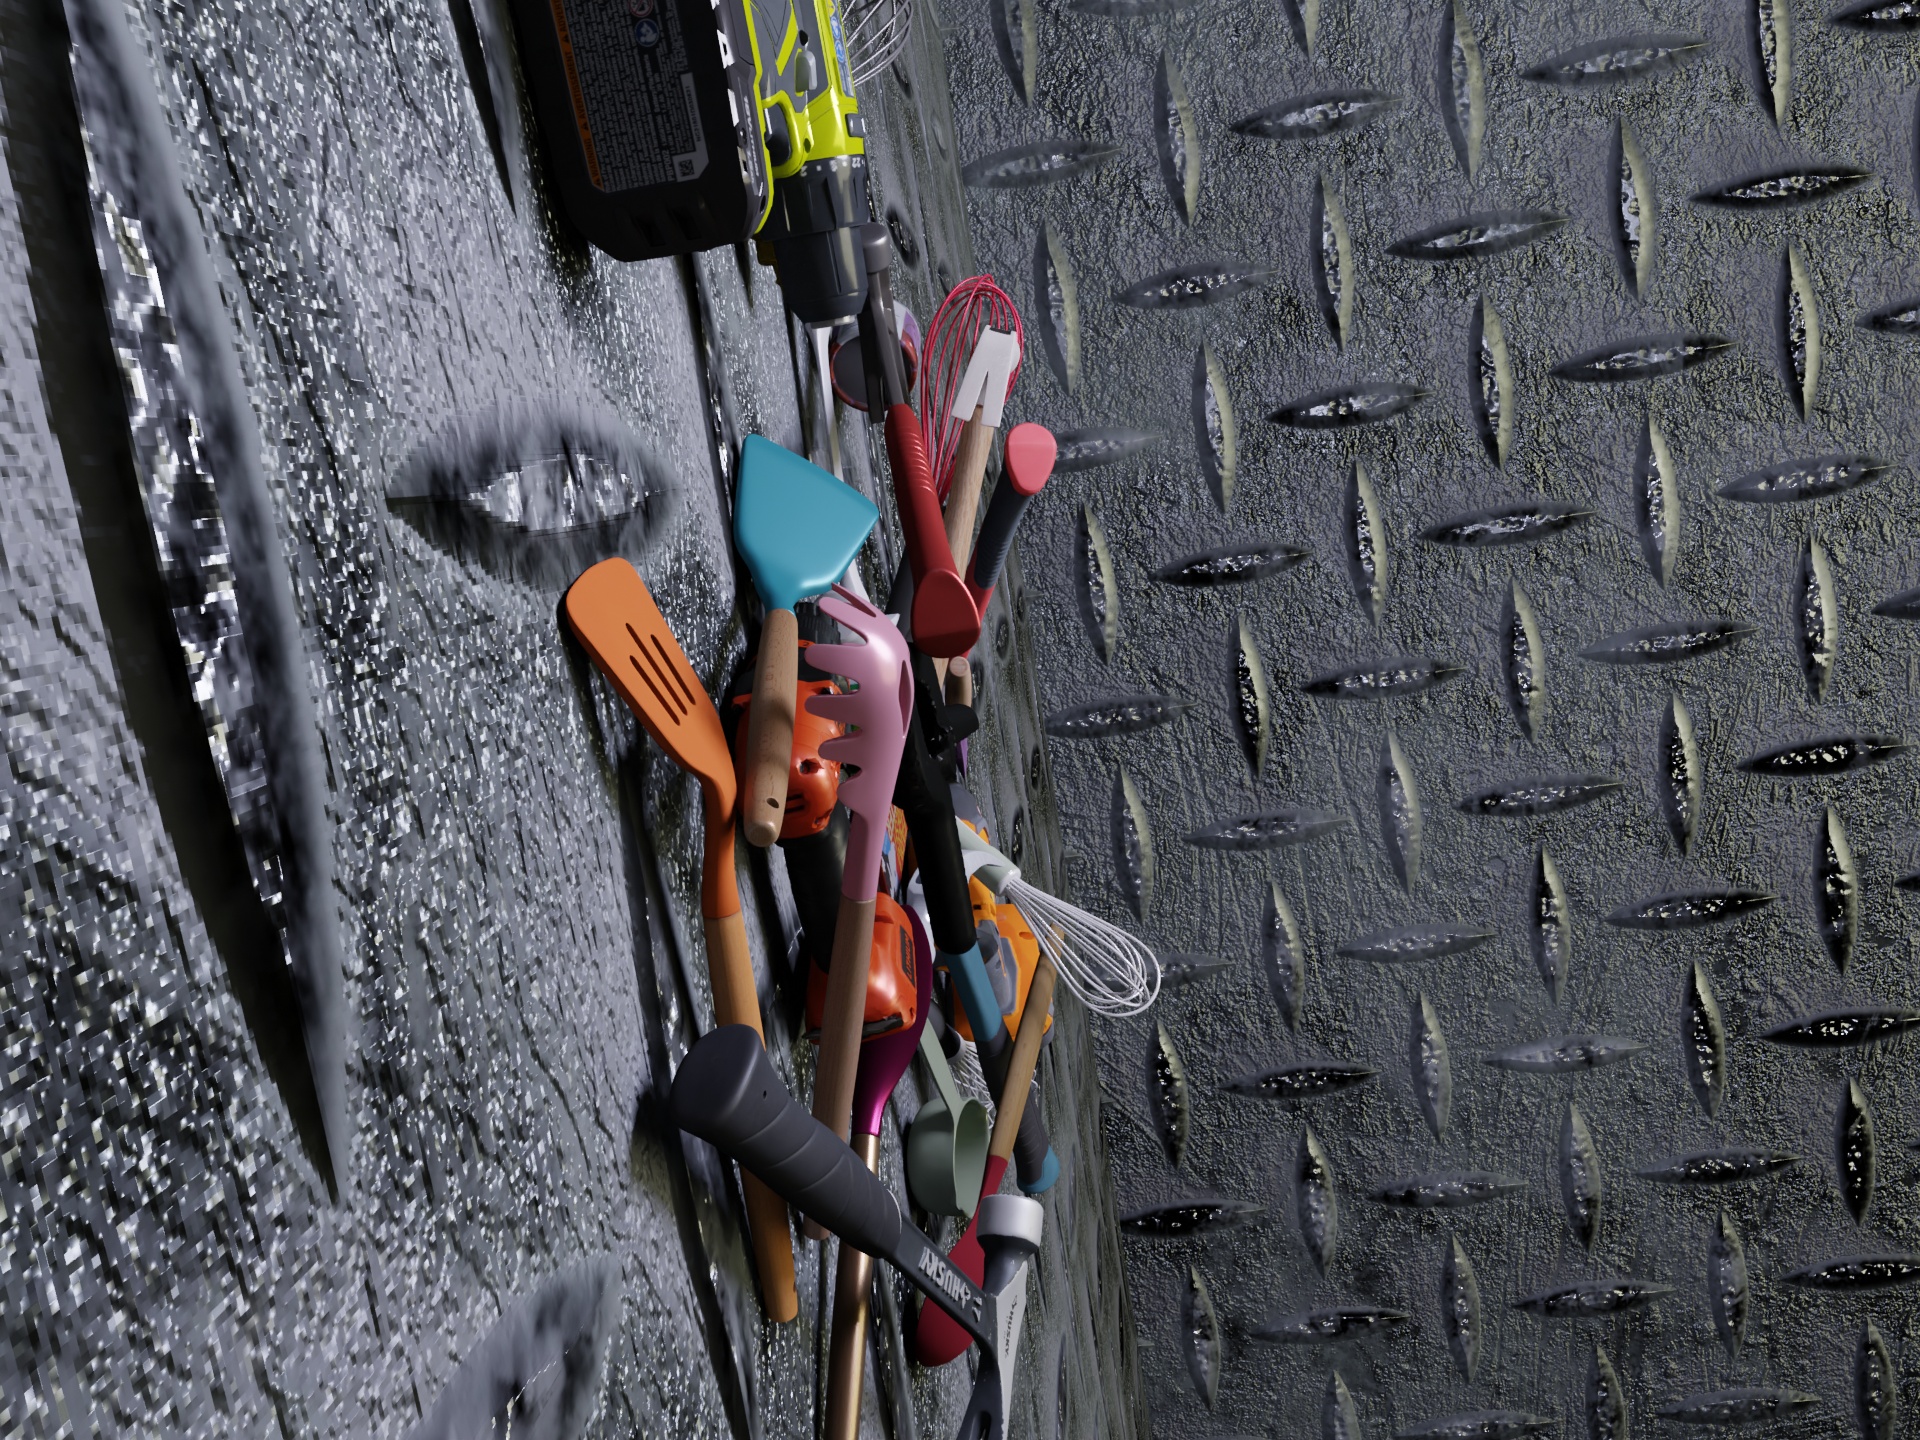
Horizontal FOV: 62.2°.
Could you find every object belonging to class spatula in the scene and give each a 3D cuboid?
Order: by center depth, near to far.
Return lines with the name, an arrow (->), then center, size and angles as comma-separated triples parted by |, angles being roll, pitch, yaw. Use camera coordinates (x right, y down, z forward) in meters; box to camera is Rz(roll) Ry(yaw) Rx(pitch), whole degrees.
spatula -> -0.099, 0.097, 0.620 | 0.081, 0.041, 0.322 | -79, 164, -72
spatula -> -0.078, -0.042, 0.716 | 0.044, 0.082, 0.318 | -53, -160, 22
spatula -> -0.002, -0.004, 1.107 | 0.316, 0.018, 0.060 | 93, -15, -80

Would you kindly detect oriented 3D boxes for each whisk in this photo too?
whisk -> -0.083, -0.324, 0.829 | 0.055, 0.055, 0.239 | 73, 36, -52
whisk -> 0.040, 0.118, 1.108 | 0.246, 0.059, 0.057 | 40, -19, 24
whisk -> -0.001, 0.243, 1.146 | 0.284, 0.070, 0.070 | 59, 24, -60
whisk -> -0.015, -0.177, 1.159 | 0.073, 0.073, 0.296 | -51, 156, -81

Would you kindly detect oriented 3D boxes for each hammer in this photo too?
hammer -> -0.032, 0.233, 0.704 | 0.408, 0.036, 0.149 | 62, 31, -53
hammer -> -0.032, -0.156, 0.963 | 0.359, 0.036, 0.149 | -102, -176, -47
hammer -> -0.090, -0.242, 1.025 | 0.144, 0.035, 0.405 | 19, 63, -82
hammer -> -0.008, -0.100, 1.079 | 0.130, 0.031, 0.331 | -72, 174, -78
hammer -> 0.021, 0.217, 1.084 | 0.128, 0.033, 0.330 | -66, 149, -44
hammer -> 0.016, -0.131, 1.281 | 0.386, 0.038, 0.143 | 112, -25, -64

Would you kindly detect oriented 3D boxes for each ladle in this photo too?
ladle -> 0.029, 0.263, 1.034 | 0.069, 0.031, 0.316 | 68, 31, -44

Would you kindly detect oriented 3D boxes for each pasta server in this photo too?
pasta server -> -0.054, 0.095, 0.679 | 0.060, 0.040, 0.316 | -71, 170, -65

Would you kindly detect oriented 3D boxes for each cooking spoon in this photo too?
cooking spoon -> -0.049, 0.231, 0.786 | 0.017, 0.069, 0.319 | 40, 40, -39

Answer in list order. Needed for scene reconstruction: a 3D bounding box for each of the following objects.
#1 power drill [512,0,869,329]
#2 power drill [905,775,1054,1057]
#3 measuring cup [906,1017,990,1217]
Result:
power drill -> -0.095, -0.259, 0.684 | 0.228, 0.080, 0.190 | -57, 139, -68
power drill -> 0.011, 0.151, 1.243 | 0.226, 0.084, 0.164 | 68, 13, -51
measuring cup -> -0.020, 0.246, 1.014 | 0.083, 0.038, 0.167 | -67, 146, -53
